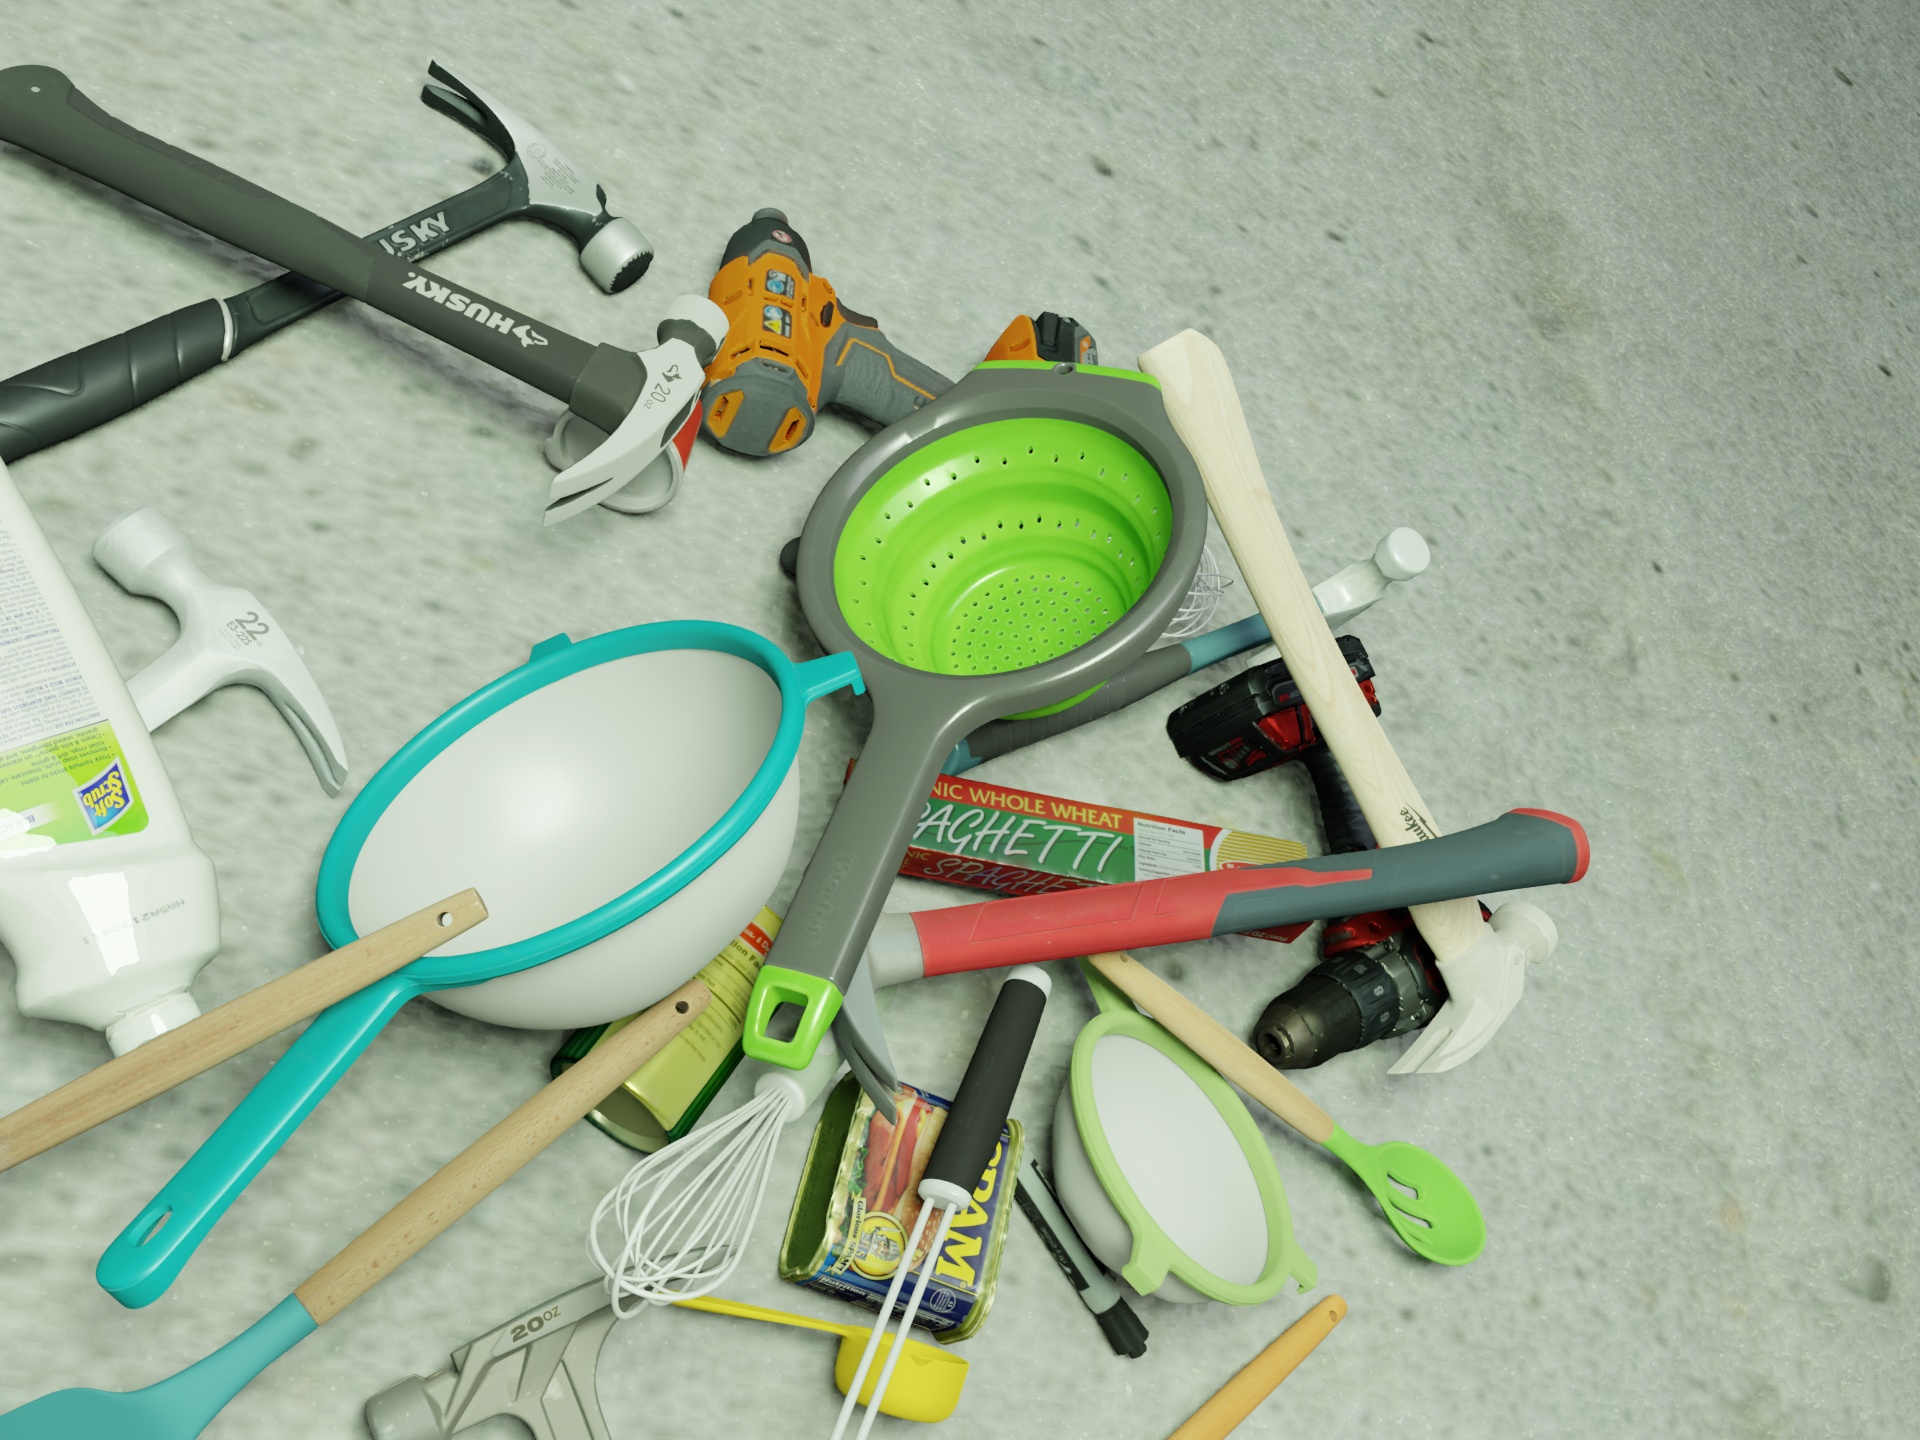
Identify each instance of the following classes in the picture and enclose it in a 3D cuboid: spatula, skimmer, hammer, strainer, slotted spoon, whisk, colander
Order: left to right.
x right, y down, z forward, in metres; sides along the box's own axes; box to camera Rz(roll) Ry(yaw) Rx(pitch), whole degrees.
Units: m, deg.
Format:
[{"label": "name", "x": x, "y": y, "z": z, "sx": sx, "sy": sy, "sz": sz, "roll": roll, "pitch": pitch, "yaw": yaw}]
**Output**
[{"label": "hammer", "x": -0.403, "y": 0.079, "z": 0.567, "sx": 0.144, "sy": 0.035, "sz": 0.406, "roll": 45, "pitch": 52, "yaw": -5}, {"label": "spatula", "x": -0.309, "y": 0.134, "z": 0.534, "sx": 0.316, "sy": 0.018, "sz": 0.060, "roll": -27, "pitch": 87, "yaw": -13}, {"label": "hammer", "x": -0.334, "y": -0.196, "z": 0.748, "sx": 0.149, "sy": 0.036, "sz": 0.409, "roll": 48, "pitch": 52, "yaw": -1}, {"label": "hammer", "x": -0.283, "y": -0.206, "z": 0.727, "sx": 0.334, "sy": 0.035, "sz": 0.146, "roll": 25, "pitch": 54, "yaw": -7}, {"label": "spatula", "x": -0.219, "y": 0.197, "z": 0.585, "sx": 0.317, "sy": 0.044, "sz": 0.082, "roll": -37, "pitch": 87, "yaw": -29}, {"label": "strainer", "x": -0.179, "y": 0.098, "z": 0.627, "sx": 0.340, "sy": 0.211, "sz": 0.095, "roll": -55, "pitch": 136, "yaw": -36}, {"label": "hammer", "x": -0.090, "y": 0.390, "z": 0.595, "sx": 0.149, "sy": 0.036, "sz": 0.359, "roll": -20, "pitch": 80, "yaw": -22}, {"label": "whisk", "x": -0.081, "y": 0.164, "z": 0.674, "sx": 0.058, "sy": 0.059, "sz": 0.246, "roll": 18, "pitch": 25, "yaw": 14}, {"label": "skimmer", "x": -0.028, "y": 0.223, "z": 0.616, "sx": 0.127, "sy": 0.090, "sz": 0.363, "roll": 12, "pitch": 47, "yaw": 16}, {"label": "colander", "x": -0.001, "y": -0.002, "z": 0.767, "sx": 0.204, "sy": 0.094, "sz": 0.397, "roll": 10, "pitch": 59, "yaw": 22}, {"label": "whisk", "x": 0.032, "y": -0.084, "z": 0.909, "sx": 0.284, "sy": 0.070, "sz": 0.070, "roll": 1, "pitch": 67, "yaw": -26}, {"label": "strainer", "x": 0.071, "y": 0.181, "z": 0.798, "sx": 0.151, "sy": 0.069, "sz": 0.257, "roll": 21, "pitch": 36, "yaw": -45}, {"label": "spatula", "x": 0.082, "y": 0.355, "z": 0.741, "sx": 0.322, "sy": 0.041, "sz": 0.081, "roll": -21, "pitch": 79, "yaw": -41}, {"label": "hammer", "x": 0.113, "y": -0.030, "z": 0.903, "sx": 0.331, "sy": 0.128, "sz": 0.033, "roll": -21, "pitch": 78, "yaw": -28}, {"label": "hammer", "x": 0.128, "y": 0.096, "z": 0.749, "sx": 0.386, "sy": 0.038, "sz": 0.143, "roll": -6, "pitch": 38, "yaw": -13}, {"label": "slotted spoon", "x": 0.173, "y": 0.200, "z": 0.831, "sx": 0.313, "sy": 0.031, "sz": 0.070, "roll": 40, "pitch": 35, "yaw": -25}, {"label": "hammer", "x": 0.193, "y": -0.013, "z": 0.849, "sx": 0.146, "sy": 0.038, "sz": 0.410, "roll": -34, "pitch": 99, "yaw": -39}]

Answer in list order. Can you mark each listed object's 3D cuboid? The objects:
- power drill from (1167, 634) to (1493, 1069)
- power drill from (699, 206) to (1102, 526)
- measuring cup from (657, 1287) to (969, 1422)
[{"label": "power drill", "x": 0.207, "y": 0.079, "z": 0.922, "sx": 0.188, "sy": 0.080, "sz": 0.227, "roll": -18, "pitch": 80, "yaw": -36}, {"label": "power drill", "x": -0.035, "y": -0.206, "z": 0.907, "sx": 0.226, "sy": 0.084, "sz": 0.164, "roll": 13, "pitch": 54, "yaw": -22}, {"label": "measuring cup", "x": -0.073, "y": 0.269, "z": 0.677, "sx": 0.156, "sy": 0.062, "sz": 0.029, "roll": 17, "pitch": 74, "yaw": -11}]
